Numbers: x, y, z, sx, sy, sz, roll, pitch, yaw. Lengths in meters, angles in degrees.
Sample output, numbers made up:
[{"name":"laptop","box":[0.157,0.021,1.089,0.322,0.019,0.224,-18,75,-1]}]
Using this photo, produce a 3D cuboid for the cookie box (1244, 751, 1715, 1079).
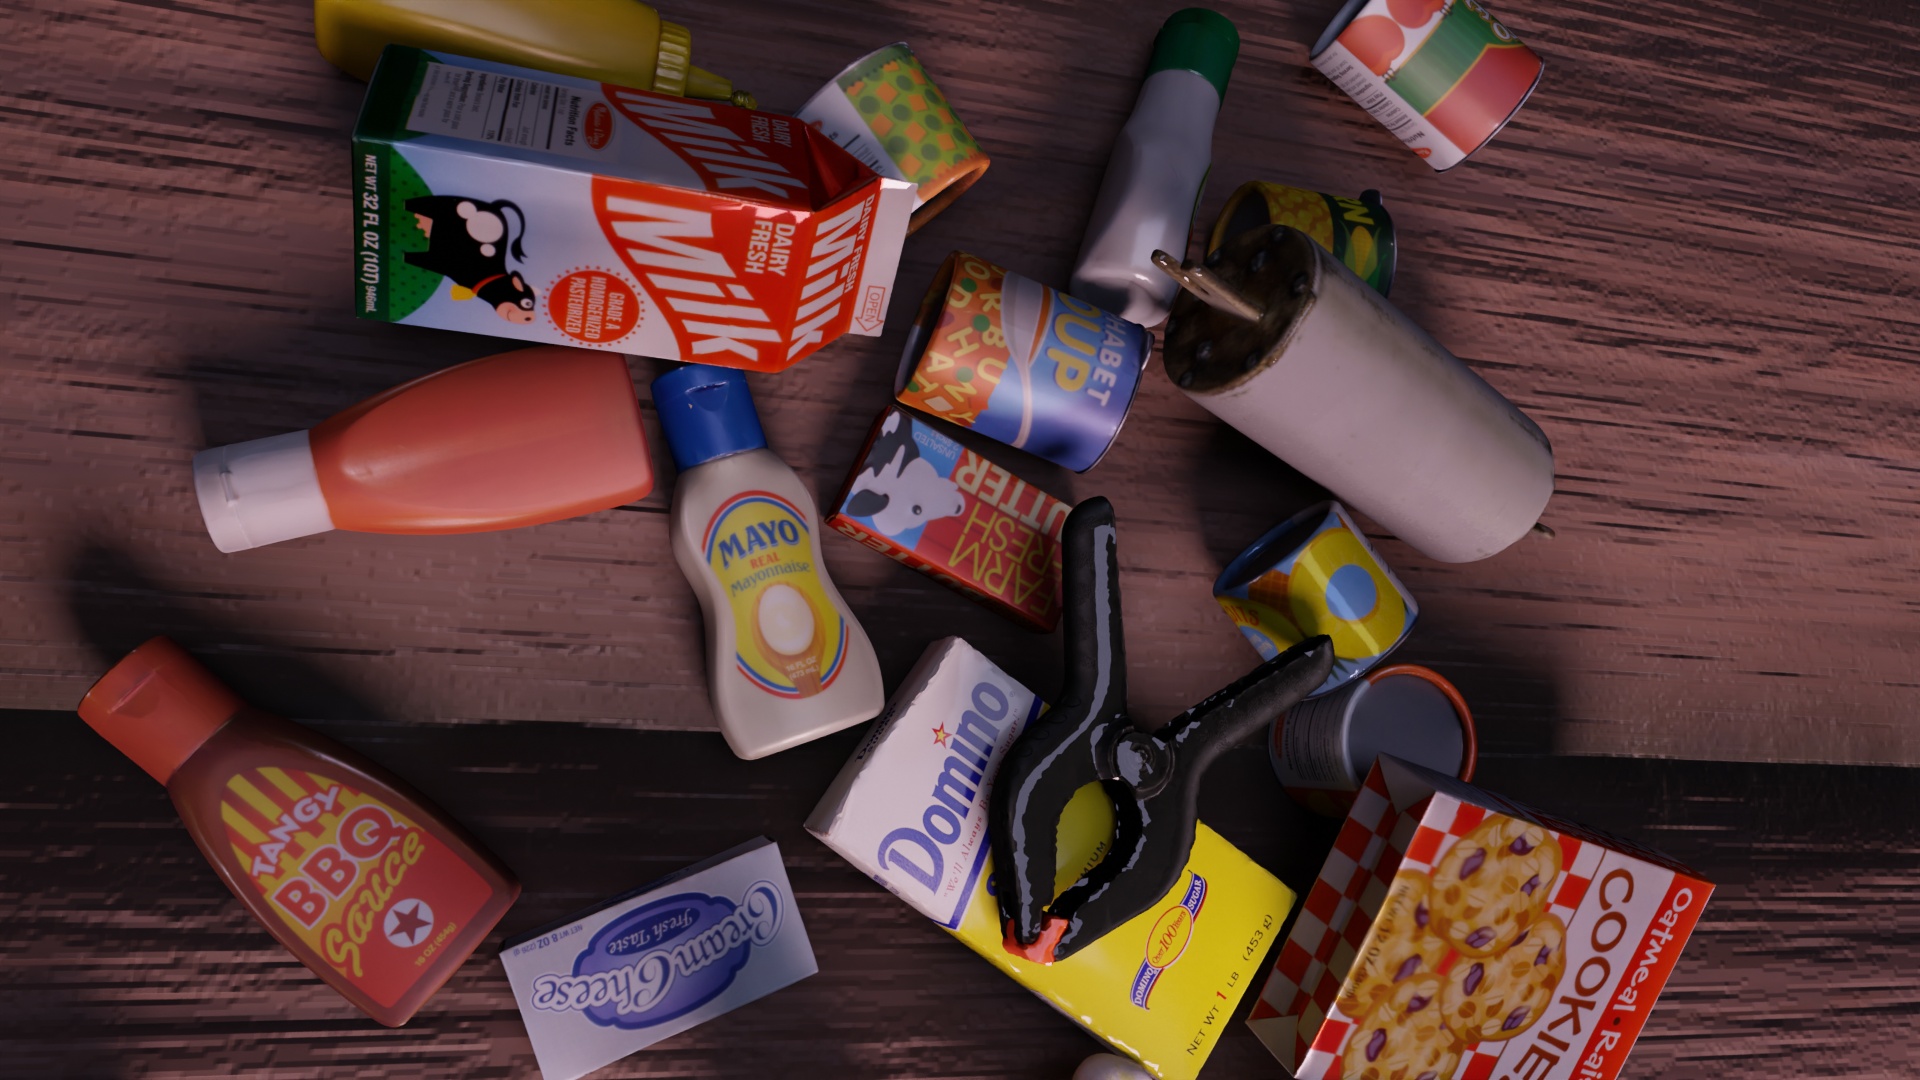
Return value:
[{"name":"cookie box","box":[0.213,0.166,0.562,0.167,0.040,0.122,20,97,-25]}]

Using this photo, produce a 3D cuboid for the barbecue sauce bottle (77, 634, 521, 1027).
[{"name":"barbecue sauce bottle","box":[-0.225,0.094,0.471,0.148,0.043,0.065,43,73,-7]}]

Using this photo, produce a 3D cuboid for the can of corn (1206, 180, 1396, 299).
[{"name":"can of corn","box":[0.147,-0.123,0.607,0.058,0.071,0.071,6,80,-16]}]

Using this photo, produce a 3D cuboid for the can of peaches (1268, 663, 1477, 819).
[{"name":"can of peaches","box":[0.176,0.086,0.589,0.071,0.058,0.071,3,81,-16]}]

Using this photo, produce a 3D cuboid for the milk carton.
[{"name":"milk carton","box":[-0.115,-0.116,0.509,0.191,0.072,0.074,5,41,-16]}]

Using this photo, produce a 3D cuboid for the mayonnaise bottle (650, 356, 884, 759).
[{"name":"mayonnaise bottle","box":[-0.080,0.005,0.531,0.065,0.041,0.148,-18,88,-19]}]

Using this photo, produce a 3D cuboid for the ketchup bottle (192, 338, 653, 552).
[{"name":"ketchup bottle","box":[-0.190,-0.030,0.501,0.149,0.043,0.065,-14,85,-19]}]

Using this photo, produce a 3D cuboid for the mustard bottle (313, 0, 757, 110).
[{"name":"mustard bottle","box":[-0.156,-0.188,0.528,0.160,0.065,0.049,9,76,-22]}]

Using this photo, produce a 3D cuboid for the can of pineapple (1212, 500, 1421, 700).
[{"name":"can of pineapple","box":[0.148,0.026,0.585,0.071,0.071,0.058,-40,94,-18]}]

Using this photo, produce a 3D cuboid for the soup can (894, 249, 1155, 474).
[{"name":"soup can","box":[0.025,-0.074,0.560,0.084,0.071,0.071,21,76,-13]}]

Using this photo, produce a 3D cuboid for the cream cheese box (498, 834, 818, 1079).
[{"name":"cream cheese box","box":[-0.109,0.152,0.508,0.104,0.024,0.053,-19,89,-19]}]

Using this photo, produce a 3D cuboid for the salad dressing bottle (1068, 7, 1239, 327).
[{"name":"salad dressing bottle","box":[0.087,-0.164,0.601,0.044,0.064,0.148,20,68,-4]}]

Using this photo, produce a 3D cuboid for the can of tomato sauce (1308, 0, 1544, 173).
[{"name":"can of tomato sauce","box":[0.216,-0.225,0.644,0.083,0.071,0.071,37,73,-8]}]

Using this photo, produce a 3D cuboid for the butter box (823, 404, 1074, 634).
[{"name":"butter box","box":[0.002,-0.007,0.567,0.103,0.024,0.053,29,74,-11]}]

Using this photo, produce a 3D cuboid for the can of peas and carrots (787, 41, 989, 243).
[{"name":"can of peas and carrots","box":[-0.029,-0.157,0.559,0.071,0.071,0.058,-38,95,-19]}]
